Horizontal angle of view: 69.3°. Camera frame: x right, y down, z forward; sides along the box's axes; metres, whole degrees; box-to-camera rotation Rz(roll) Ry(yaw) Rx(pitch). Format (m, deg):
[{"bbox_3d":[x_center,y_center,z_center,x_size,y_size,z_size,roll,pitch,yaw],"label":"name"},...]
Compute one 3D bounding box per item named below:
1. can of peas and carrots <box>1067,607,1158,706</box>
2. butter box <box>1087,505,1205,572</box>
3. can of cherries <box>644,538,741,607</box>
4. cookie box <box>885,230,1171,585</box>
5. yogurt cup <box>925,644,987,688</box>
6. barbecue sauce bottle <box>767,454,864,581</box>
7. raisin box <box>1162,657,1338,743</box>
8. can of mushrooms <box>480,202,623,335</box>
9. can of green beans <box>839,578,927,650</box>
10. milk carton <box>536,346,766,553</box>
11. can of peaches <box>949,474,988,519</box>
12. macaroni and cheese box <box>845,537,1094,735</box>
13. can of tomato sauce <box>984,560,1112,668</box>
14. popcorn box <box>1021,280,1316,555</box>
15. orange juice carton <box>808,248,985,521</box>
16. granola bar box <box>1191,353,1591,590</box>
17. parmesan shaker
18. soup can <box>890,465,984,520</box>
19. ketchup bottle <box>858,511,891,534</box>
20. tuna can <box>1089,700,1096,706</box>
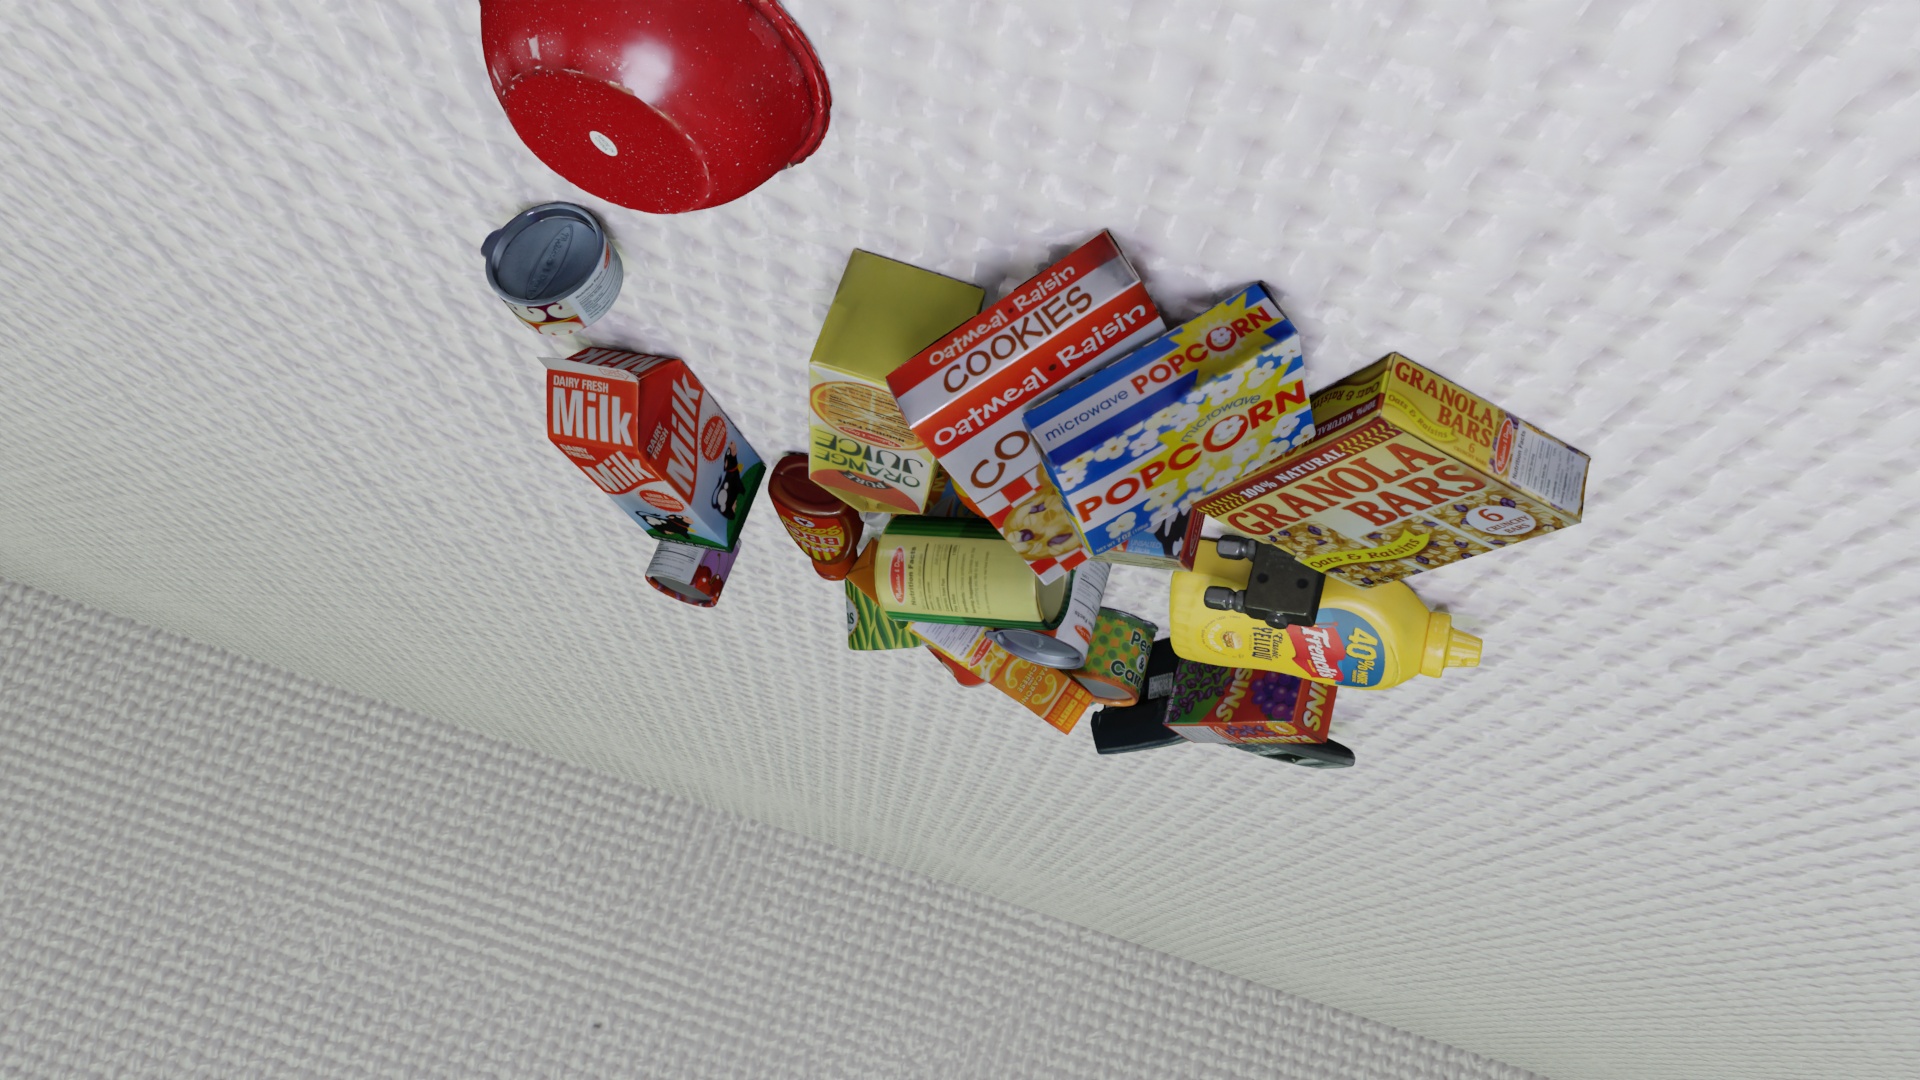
[{"bbox_3d":[0.116,0.092,1.085,0.071,0.059,0.070,16,159,6],"label":"can of peas and carrots"},{"bbox_3d":[0.095,-0.013,0.845,0.103,0.053,0.024,7,159,29],"label":"butter box"},{"bbox_3d":[-0.226,0.019,1.184,0.071,0.058,0.071,16,159,7],"label":"can of cherries"},{"bbox_3d":[0.055,-0.059,0.686,0.123,0.040,0.167,-33,143,7],"label":"cookie box"},{"bbox_3d":[0.005,0.080,1.141,0.054,0.073,0.072,41,150,-30],"label":"yogurt cup"},{"bbox_3d":[-0.100,-0.012,1.022,0.065,0.044,0.148,18,160,9],"label":"barbecue sauce bottle"},{"bbox_3d":[0.210,0.099,0.989,0.040,0.086,0.123,32,155,-29],"label":"raisin box"},{"bbox_3d":[-0.220,-0.147,0.750,0.071,0.071,0.033,12,159,15],"label":"can of mushrooms"},{"bbox_3d":[-0.058,0.056,1.105,0.071,0.058,0.071,-3,180,0],"label":"can of green beans"},{"bbox_3d":[-0.207,-0.067,0.928,0.072,0.074,0.190,10,157,21],"label":"milk carton"},{"bbox_3d":[0.029,-0.048,0.788,0.071,0.071,0.058,18,160,0],"label":"can of peaches"},{"bbox_3d":[0.007,0.070,1.030,0.166,0.040,0.124,35,180,-29],"label":"macaroni and cheese box"},{"bbox_3d":[0.062,0.037,0.956,0.071,0.083,0.071,16,159,6],"label":"can of tomato sauce"},{"bbox_3d":[0.099,-0.054,0.650,0.127,0.038,0.085,-29,145,1],"label":"popcorn box"},{"bbox_3d":[-0.040,-0.074,0.775,0.073,0.072,0.192,18,159,1],"label":"orange juice carton"},{"bbox_3d":[0.217,-0.028,0.726,0.124,0.039,0.165,24,158,-16],"label":"granola bar box"},{"bbox_3d":[0.009,0.022,0.832,0.103,0.071,0.071,3,155,24],"label":"parmesan shaker"},{"bbox_3d":[0.003,-0.011,0.900,0.084,0.071,0.071,12,158,17],"label":"soup can"},{"bbox_3d":[-0.008,0.006,0.991,0.148,0.043,0.064,34,164,-36],"label":"ketchup bottle"},{"bbox_3d":[0.090,0.106,1.130,0.071,0.071,0.032,28,156,-24],"label":"tuna can"}]
